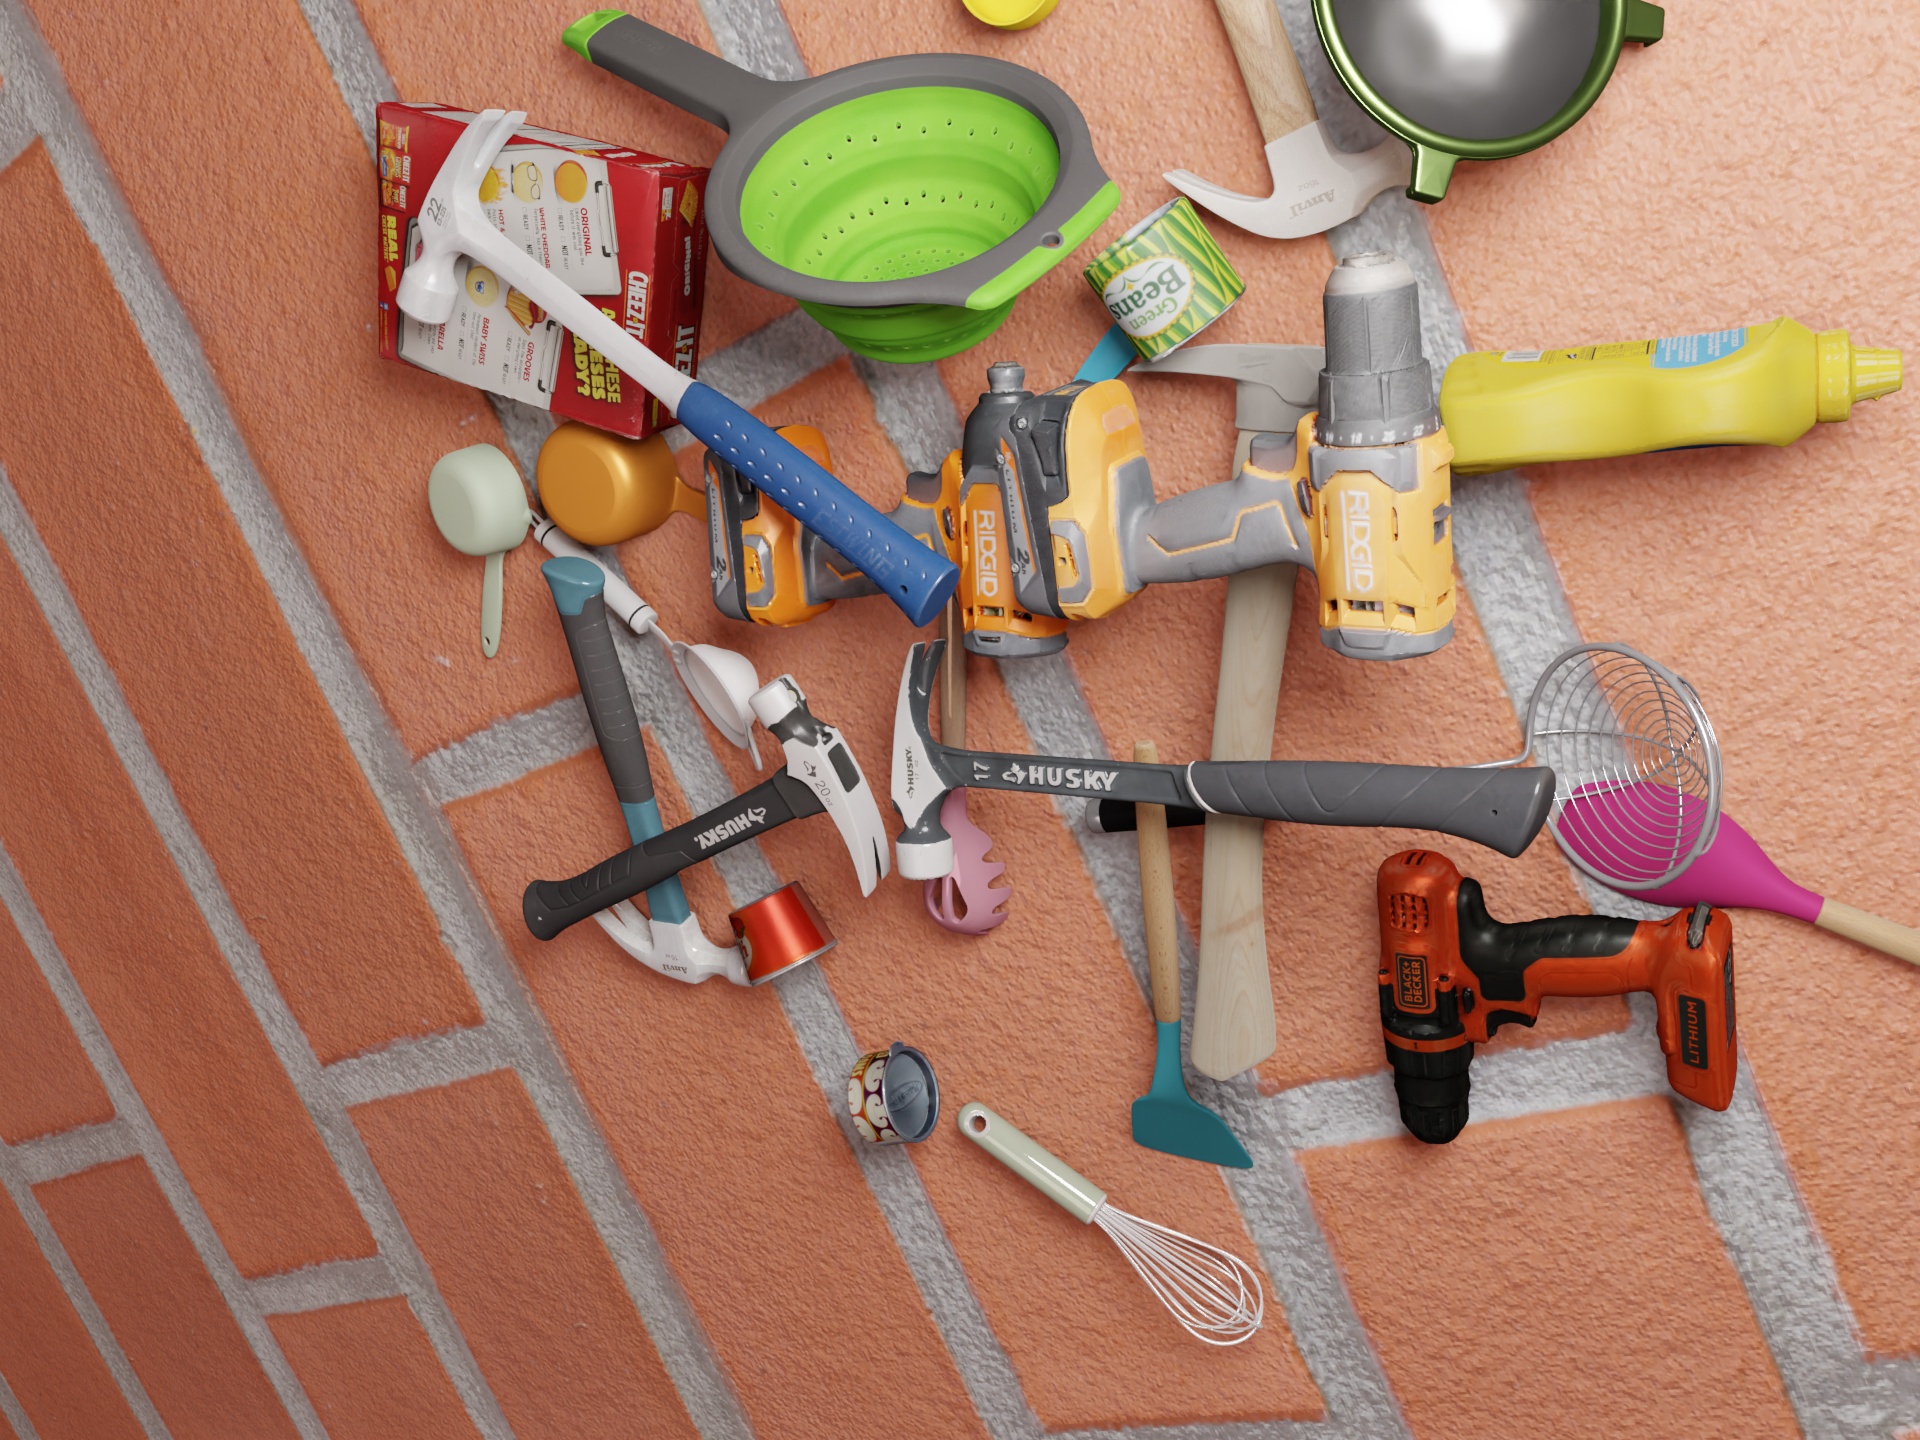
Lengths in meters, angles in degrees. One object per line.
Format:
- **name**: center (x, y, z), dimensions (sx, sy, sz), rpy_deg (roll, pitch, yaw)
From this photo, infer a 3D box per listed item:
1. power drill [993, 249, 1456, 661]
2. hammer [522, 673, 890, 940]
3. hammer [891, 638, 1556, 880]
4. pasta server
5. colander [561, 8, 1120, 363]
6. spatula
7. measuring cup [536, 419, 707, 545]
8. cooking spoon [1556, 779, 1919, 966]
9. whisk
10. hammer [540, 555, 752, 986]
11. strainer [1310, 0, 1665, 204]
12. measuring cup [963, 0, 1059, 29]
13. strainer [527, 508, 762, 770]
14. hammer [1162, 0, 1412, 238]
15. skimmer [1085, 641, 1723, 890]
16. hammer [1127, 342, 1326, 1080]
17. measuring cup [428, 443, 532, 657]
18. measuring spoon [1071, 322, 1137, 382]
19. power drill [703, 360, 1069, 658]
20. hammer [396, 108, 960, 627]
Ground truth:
- **power drill**: center (0.129, -0.129, 0.781), dimensions (0.226, 0.084, 0.185), rpy_deg (8, 116, 36)
- **hammer**: center (-0.190, 0.092, 1.084), dimensions (0.335, 0.035, 0.146), rpy_deg (-26, 102, 36)
- **hammer**: center (0.118, 0.030, 0.870), dimensions (0.409, 0.036, 0.149), rpy_deg (2, 100, 39)
- **pasta server**: center (-0.002, -0.003, 1.013), dimensions (0.060, 0.040, 0.316), rpy_deg (8, 108, 25)
- **colander**: center (-0.086, -0.302, 0.897), dimensions (0.397, 0.204, 0.094), rpy_deg (35, 157, 29)
- **spatula**: center (0.128, 0.155, 0.981), dimensions (0.082, 0.044, 0.317), rpy_deg (5, 115, 28)
- **measuring cup**: center (-0.202, -0.143, 1.042), dimensions (0.174, 0.052, 0.095), rpy_deg (25, 118, 19)
- **cooking spoon**: center (0.468, 0.108, 0.817), dimensions (0.319, 0.017, 0.068), rpy_deg (22, 118, 19)
- **whisk**: center (0.099, 0.337, 1.083), dimensions (0.246, 0.059, 0.058), rpy_deg (33, 84, 17)
- **hammer**: center (-0.230, 0.042, 1.119), dimensions (0.128, 0.033, 0.330), rpy_deg (3, 118, 27)
- **strainer**: center (0.189, -0.365, 0.727), dimensions (0.151, 0.069, 0.256), rpy_deg (-37, 94, -8)
- **measuring cup**: center (0.043, -0.439, 0.825), dimensions (0.062, 0.029, 0.156), rpy_deg (22, 106, 18)
- **strainer**: center (-0.209, -0.066, 1.085), dimensions (0.258, 0.050, 0.086), rpy_deg (41, 157, 14)
- **hammer**: center (0.123, -0.401, 0.789), dimensions (0.130, 0.031, 0.331), rpy_deg (-18, 100, 31)
- **skimmer**: center (0.222, 0.039, 0.873), dimensions (0.363, 0.090, 0.127), rpy_deg (-8, 92, 31)
- **hammer**: center (0.149, 0.001, 0.882), dimensions (0.146, 0.038, 0.410), rpy_deg (13, 107, 36)
- **measuring cup**: center (-0.346, -0.114, 1.131), dimensions (0.083, 0.038, 0.167), rpy_deg (30, 125, 29)
- **measuring spoon**: center (0.079, -0.197, 0.904), dimensions (0.042, 0.021, 0.128), rpy_deg (42, 113, 1)
- **power drill**: center (-0.041, -0.126, 0.936), dimensions (0.226, 0.084, 0.164), rpy_deg (7, 106, 31)
- **hammer**: center (-0.163, -0.195, 0.913), dimensions (0.406, 0.035, 0.144), rpy_deg (39, 121, 13)
